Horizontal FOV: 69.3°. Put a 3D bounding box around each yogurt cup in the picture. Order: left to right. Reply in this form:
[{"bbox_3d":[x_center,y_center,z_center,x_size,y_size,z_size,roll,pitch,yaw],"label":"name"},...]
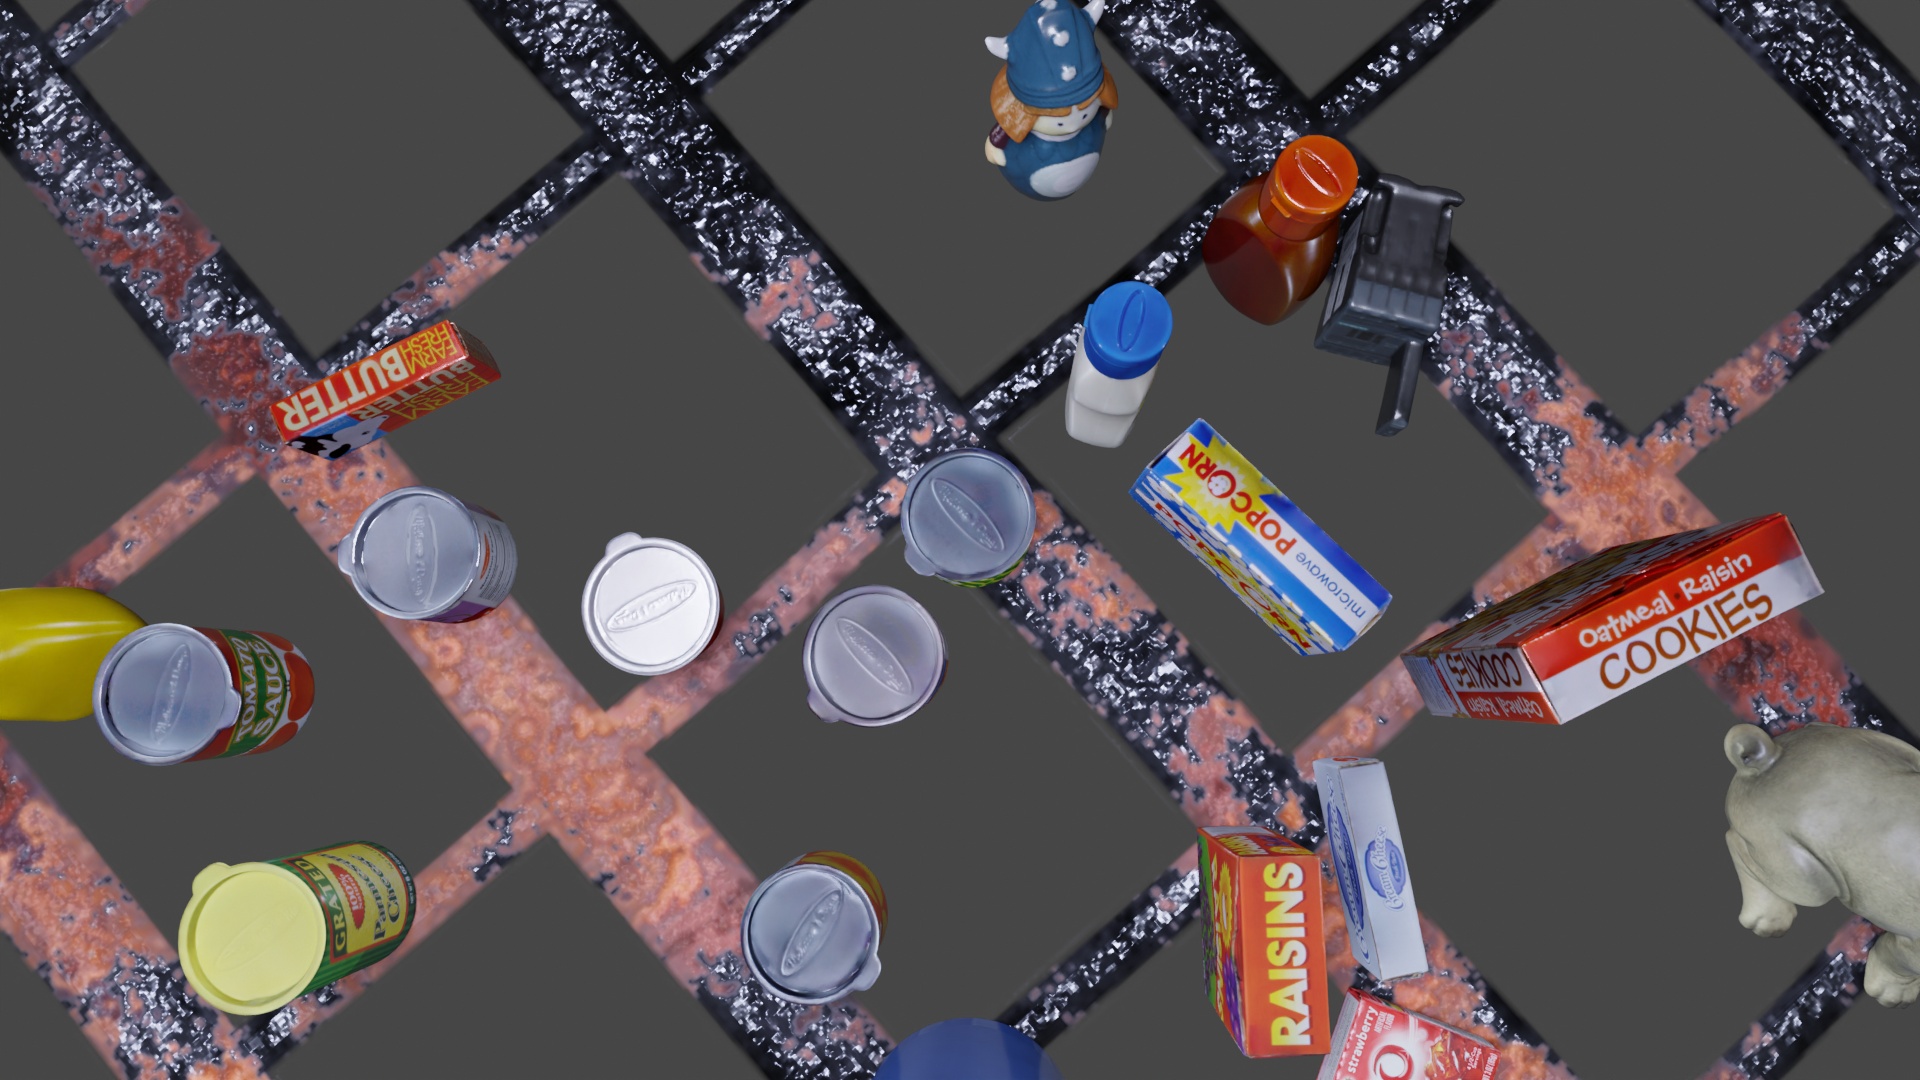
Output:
[{"bbox_3d":[-0.152,0.034,0.706,0.072,0.054,0.072,0,84,1],"label":"yogurt cup"}]

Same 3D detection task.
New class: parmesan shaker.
[{"bbox_3d":[-0.316,0.180,0.669,0.071,0.103,0.071,0,84,1],"label":"parmesan shaker"}]

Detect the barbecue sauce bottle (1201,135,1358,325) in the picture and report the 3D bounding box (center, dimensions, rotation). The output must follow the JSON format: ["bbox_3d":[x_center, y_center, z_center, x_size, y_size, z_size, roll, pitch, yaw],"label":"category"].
[{"bbox_3d":[0.155,-0.151,0.673,0.044,0.148,0.065,-39,85,-3],"label":"barbecue sauce bottle"}]

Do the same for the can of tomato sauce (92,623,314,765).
[{"bbox_3d":[-0.371,0.076,0.692,0.071,0.083,0.071,0,84,1],"label":"can of tomato sauce"}]

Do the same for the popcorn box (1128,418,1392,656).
[{"bbox_3d":[0.145,0.001,0.688,0.127,0.085,0.038,44,87,5],"label":"popcorn box"}]

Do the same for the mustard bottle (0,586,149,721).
[{"bbox_3d":[-0.453,0.053,0.657,0.049,0.160,0.065,31,86,4],"label":"mustard bottle"}]

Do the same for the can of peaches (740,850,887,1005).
[{"bbox_3d":[-0.069,0.191,0.685,0.071,0.058,0.071,0,84,1],"label":"can of peaches"}]

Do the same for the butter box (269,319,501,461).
[{"bbox_3d":[-0.297,-0.078,0.722,0.103,0.053,0.024,-27,84,-2],"label":"butter box"}]

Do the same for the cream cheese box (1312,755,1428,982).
[{"bbox_3d":[0.201,0.159,0.685,0.024,0.053,0.104,-11,84,0],"label":"cream cheese box"}]

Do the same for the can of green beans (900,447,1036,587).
[{"bbox_3d":[0.005,-0.010,0.706,0.071,0.058,0.071,0,84,1],"label":"can of green beans"}]

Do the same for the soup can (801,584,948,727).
[{"bbox_3d":[-0.042,0.059,0.686,0.071,0.083,0.071,0,84,1],"label":"soup can"}]

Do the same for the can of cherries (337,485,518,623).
[{"bbox_3d":[-0.270,0.008,0.709,0.071,0.058,0.071,0,84,1],"label":"can of cherries"}]

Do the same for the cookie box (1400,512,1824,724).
[{"bbox_3d":[0.288,0.038,0.639,0.123,0.167,0.040,-27,84,-1],"label":"cookie box"}]

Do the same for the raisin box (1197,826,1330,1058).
[{"bbox_3d":[0.138,0.182,0.649,0.040,0.123,0.086,-1,84,1],"label":"raisin box"}]

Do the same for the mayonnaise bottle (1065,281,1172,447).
[{"bbox_3d":[0.075,-0.086,0.667,0.041,0.148,0.065,15,85,3],"label":"mayonnaise bottle"}]
